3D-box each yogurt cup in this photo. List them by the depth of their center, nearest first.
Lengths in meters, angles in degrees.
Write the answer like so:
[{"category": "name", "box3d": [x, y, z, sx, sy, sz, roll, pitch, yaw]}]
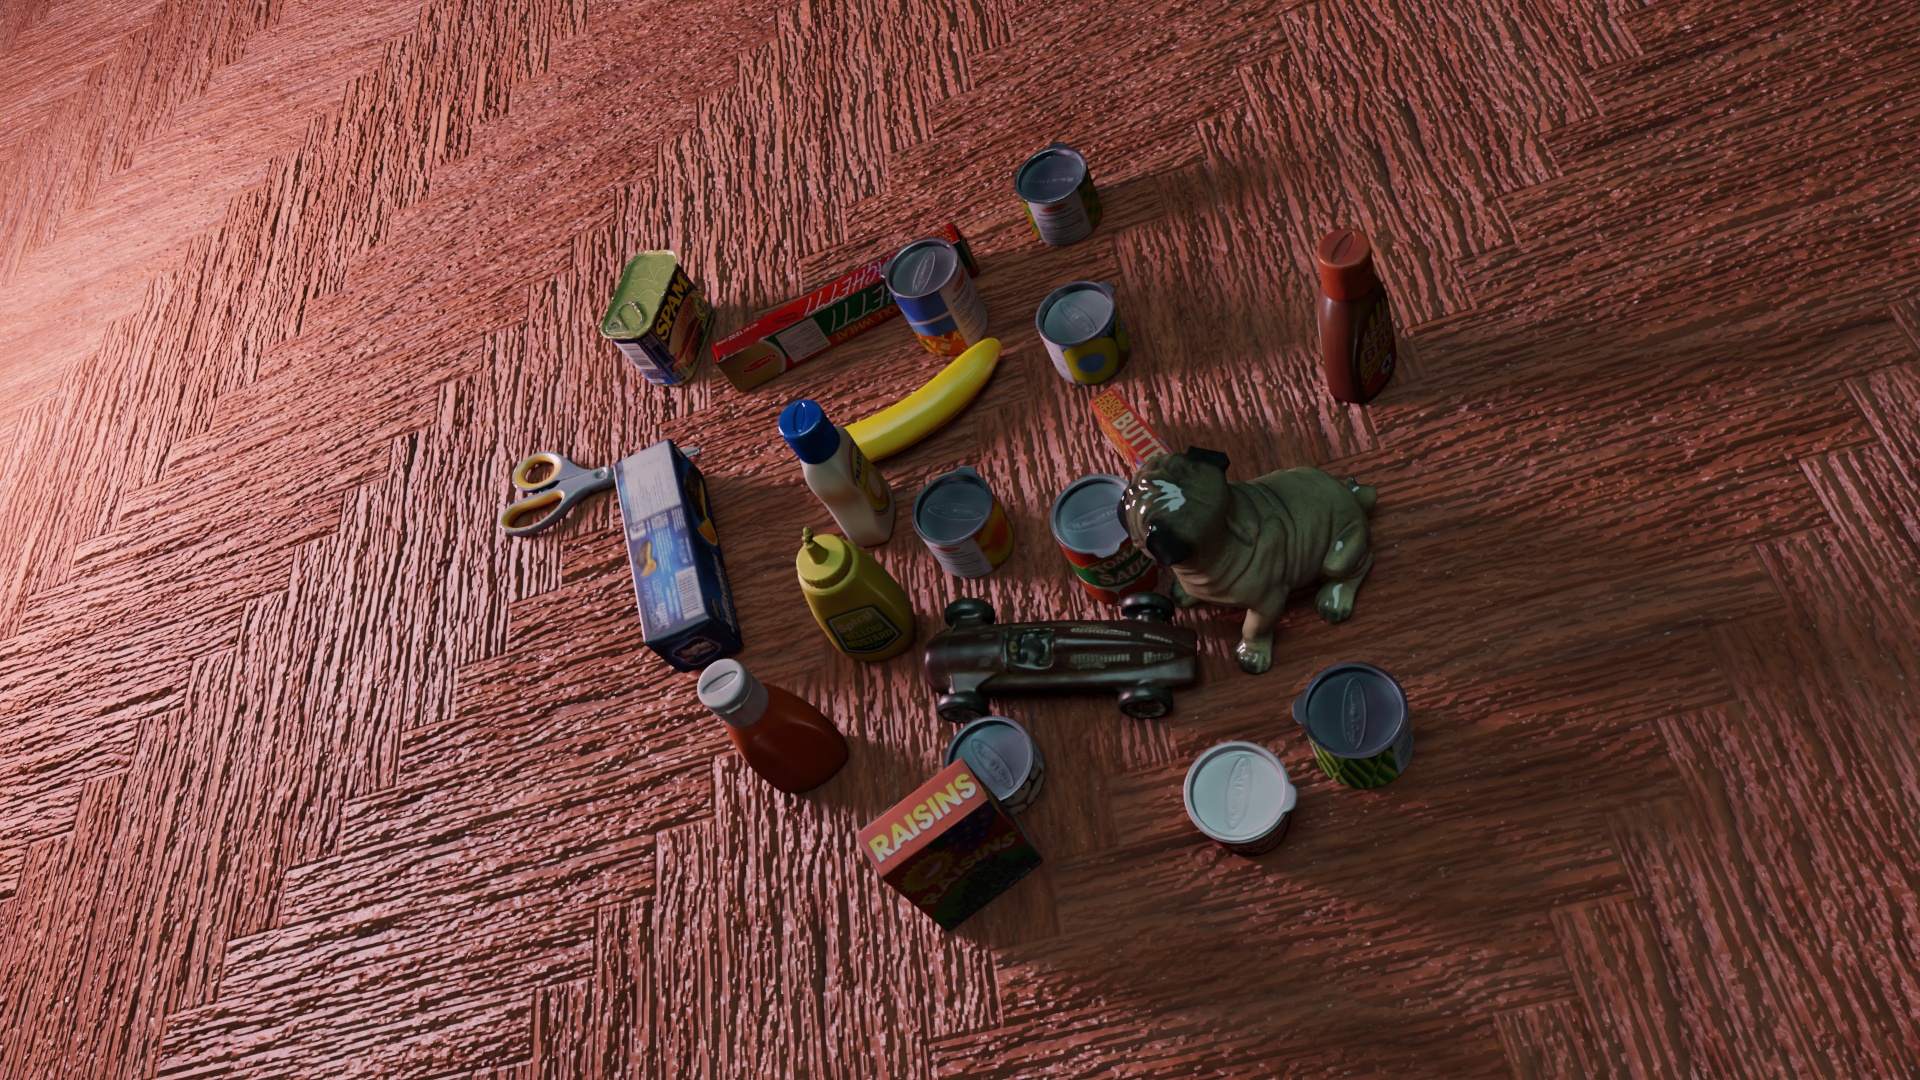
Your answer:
[{"category": "yogurt cup", "box3d": [0.183, 0.171, 0.901, 0.072, 0.053, 0.073, -10, 57, 16]}]

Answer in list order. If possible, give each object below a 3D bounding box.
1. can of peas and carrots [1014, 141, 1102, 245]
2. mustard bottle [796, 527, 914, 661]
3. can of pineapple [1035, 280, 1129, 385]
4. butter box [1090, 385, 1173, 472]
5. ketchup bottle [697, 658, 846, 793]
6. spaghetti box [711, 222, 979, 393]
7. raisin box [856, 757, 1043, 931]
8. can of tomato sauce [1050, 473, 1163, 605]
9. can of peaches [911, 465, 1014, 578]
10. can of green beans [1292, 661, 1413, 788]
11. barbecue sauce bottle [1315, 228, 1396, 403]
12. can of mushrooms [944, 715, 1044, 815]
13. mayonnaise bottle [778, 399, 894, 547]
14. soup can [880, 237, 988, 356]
[{"category": "can of peas and carrots", "box3d": [0.088, -0.307, 1.235, 0.071, 0.058, 0.071, -10, 57, 16]}, {"category": "mustard bottle", "box3d": [-0.085, 0.037, 1.027, 0.065, 0.159, 0.049, -20, 55, 10]}, {"category": "can of pineapple", "box3d": [0.103, -0.171, 1.144, 0.071, 0.057, 0.071, -10, 57, 16]}, {"category": "butter box", "box3d": [0.141, -0.069, 1.069, 0.024, 0.053, 0.104, -35, 54, -1]}, {"category": "ketchup bottle", "box3d": [-0.137, 0.133, 0.995, 0.065, 0.148, 0.044, -30, 54, 2]}, {"category": "spaghetti box", "box3d": [-0.103, -0.209, 1.256, 0.250, 0.050, 0.029, -26, 54, 5]}, {"category": "raisin box", "box3d": [-0.005, 0.202, 0.915, 0.086, 0.123, 0.040, -36, 54, -2]}, {"category": "can of tomato sauce", "box3d": [0.110, 0.002, 1.018, 0.071, 0.082, 0.071, -10, 57, 16]}, {"category": "can of peaches", "box3d": [0.004, -0.014, 1.086, 0.071, 0.058, 0.071, -10, 57, 16]}, {"category": "can of green beans", "box3d": [0.258, 0.120, 0.900, 0.071, 0.057, 0.071, -10, 57, 16]}, {"category": "barbecue sauce bottle", "box3d": [0.286, -0.165, 1.011, 0.044, 0.148, 0.065, 24, 71, 32]}, {"category": "can of mushrooms", "box3d": [0.023, 0.162, 0.984, 0.071, 0.033, 0.071, -10, 57, 16]}, {"category": "mayonnaise bottle", "box3d": [-0.096, -0.055, 1.096, 0.041, 0.147, 0.065, -11, 57, 16]}, {"category": "soup can", "box3d": [-0.022, -0.210, 1.202, 0.071, 0.083, 0.071, -10, 57, 16]}]
